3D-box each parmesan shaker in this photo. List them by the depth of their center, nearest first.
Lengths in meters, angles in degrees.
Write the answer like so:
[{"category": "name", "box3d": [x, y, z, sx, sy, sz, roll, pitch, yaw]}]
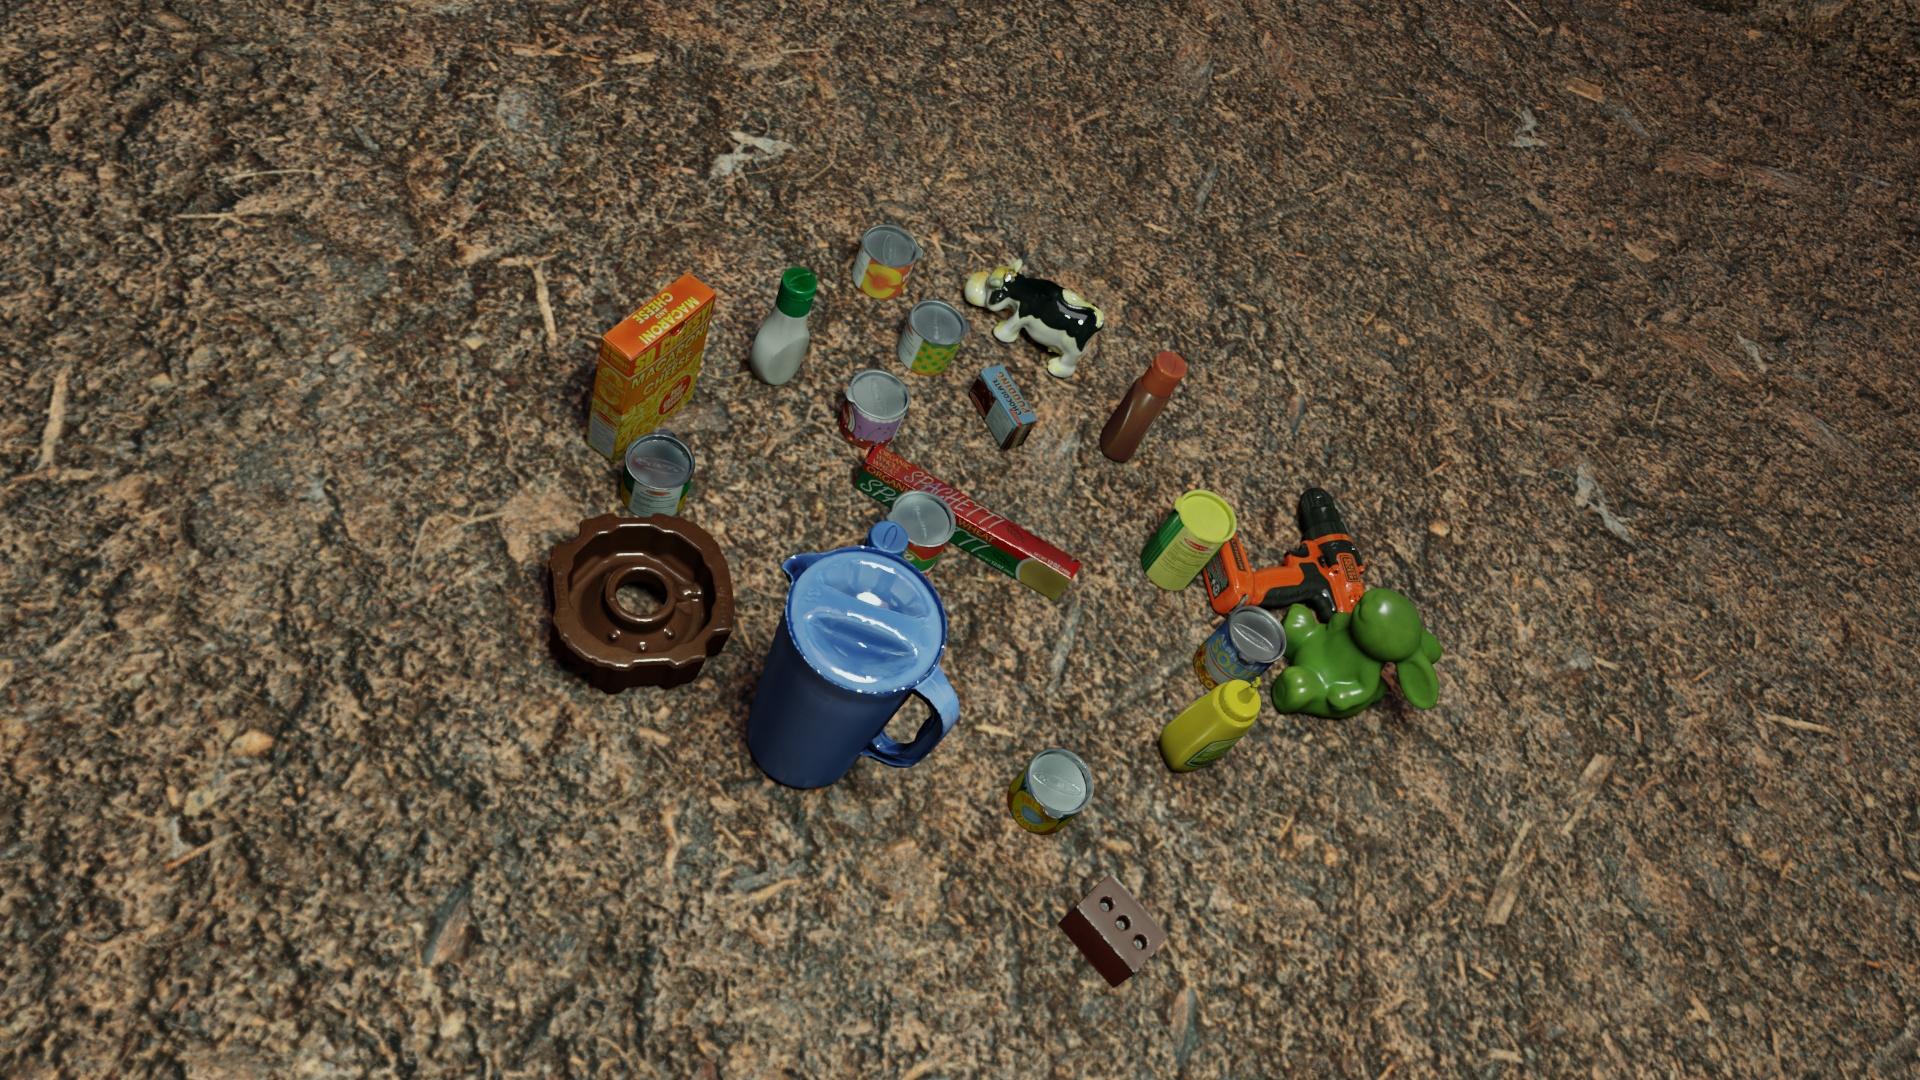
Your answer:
[{"category": "parmesan shaker", "box3d": [0.240, 0.000, 1.490, 0.071, 0.102, 0.071, 10, 55, -15]}]

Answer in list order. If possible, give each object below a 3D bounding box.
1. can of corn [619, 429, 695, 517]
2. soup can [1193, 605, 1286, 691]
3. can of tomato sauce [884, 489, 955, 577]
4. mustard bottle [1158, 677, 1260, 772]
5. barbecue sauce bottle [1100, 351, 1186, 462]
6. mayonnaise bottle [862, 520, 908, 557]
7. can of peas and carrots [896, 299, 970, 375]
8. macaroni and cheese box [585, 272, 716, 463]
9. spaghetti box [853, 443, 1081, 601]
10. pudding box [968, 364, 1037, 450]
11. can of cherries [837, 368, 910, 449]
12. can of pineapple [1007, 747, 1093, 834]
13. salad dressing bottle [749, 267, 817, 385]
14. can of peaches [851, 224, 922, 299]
[{"category": "can of corn", "box3d": [-0.296, -0.064, 1.354, 0.071, 0.058, 0.071, 10, 55, -15]}, {"category": "soup can", "box3d": [0.288, 0.118, 1.442, 0.071, 0.083, 0.072, 10, 55, -15]}, {"category": "can of tomato sauce", "box3d": [-0.050, 0.000, 1.391, 0.071, 0.082, 0.071, 10, 55, -15]}, {"category": "mustard bottle", "box3d": [0.249, 0.174, 1.342, 0.065, 0.159, 0.049, -8, 61, -25]}, {"category": "barbecue sauce bottle", "box3d": [0.204, -0.152, 1.548, 0.044, 0.147, 0.065, 21, 53, -7]}, {"category": "mayonnaise bottle", "box3d": [-0.086, 0.035, 1.313, 0.041, 0.147, 0.065, 24, 53, -5]}, {"category": "can of peas and carrots", "box3d": [-0.031, -0.228, 1.565, 0.071, 0.058, 0.071, 10, 55, -15]}, {"category": "macaroni and cheese box", "box3d": [-0.301, -0.166, 1.352, 0.040, 0.165, 0.124, 37, 53, 5]}, {"category": "spaghetti box", "box3d": [0.005, -0.018, 1.445, 0.250, 0.050, 0.029, 30, 53, 0]}, {"category": "pudding box", "box3d": [0.046, -0.149, 1.547, 0.030, 0.049, 0.084, -18, 66, -30]}, {"category": "can of cherries", "box3d": [-0.095, -0.140, 1.482, 0.071, 0.058, 0.072, 10, 55, -15]}, {"category": "can of pineapple", "box3d": [0.083, 0.237, 1.300, 0.071, 0.057, 0.071, 10, 55, -15]}, {"category": "salad dressing bottle", "box3d": [-0.182, -0.223, 1.448, 0.064, 0.147, 0.044, -31, 73, -34]}, {"category": "can of peaches", "box3d": [-0.086, -0.321, 1.606, 0.071, 0.057, 0.071, 10, 55, -15]}]
